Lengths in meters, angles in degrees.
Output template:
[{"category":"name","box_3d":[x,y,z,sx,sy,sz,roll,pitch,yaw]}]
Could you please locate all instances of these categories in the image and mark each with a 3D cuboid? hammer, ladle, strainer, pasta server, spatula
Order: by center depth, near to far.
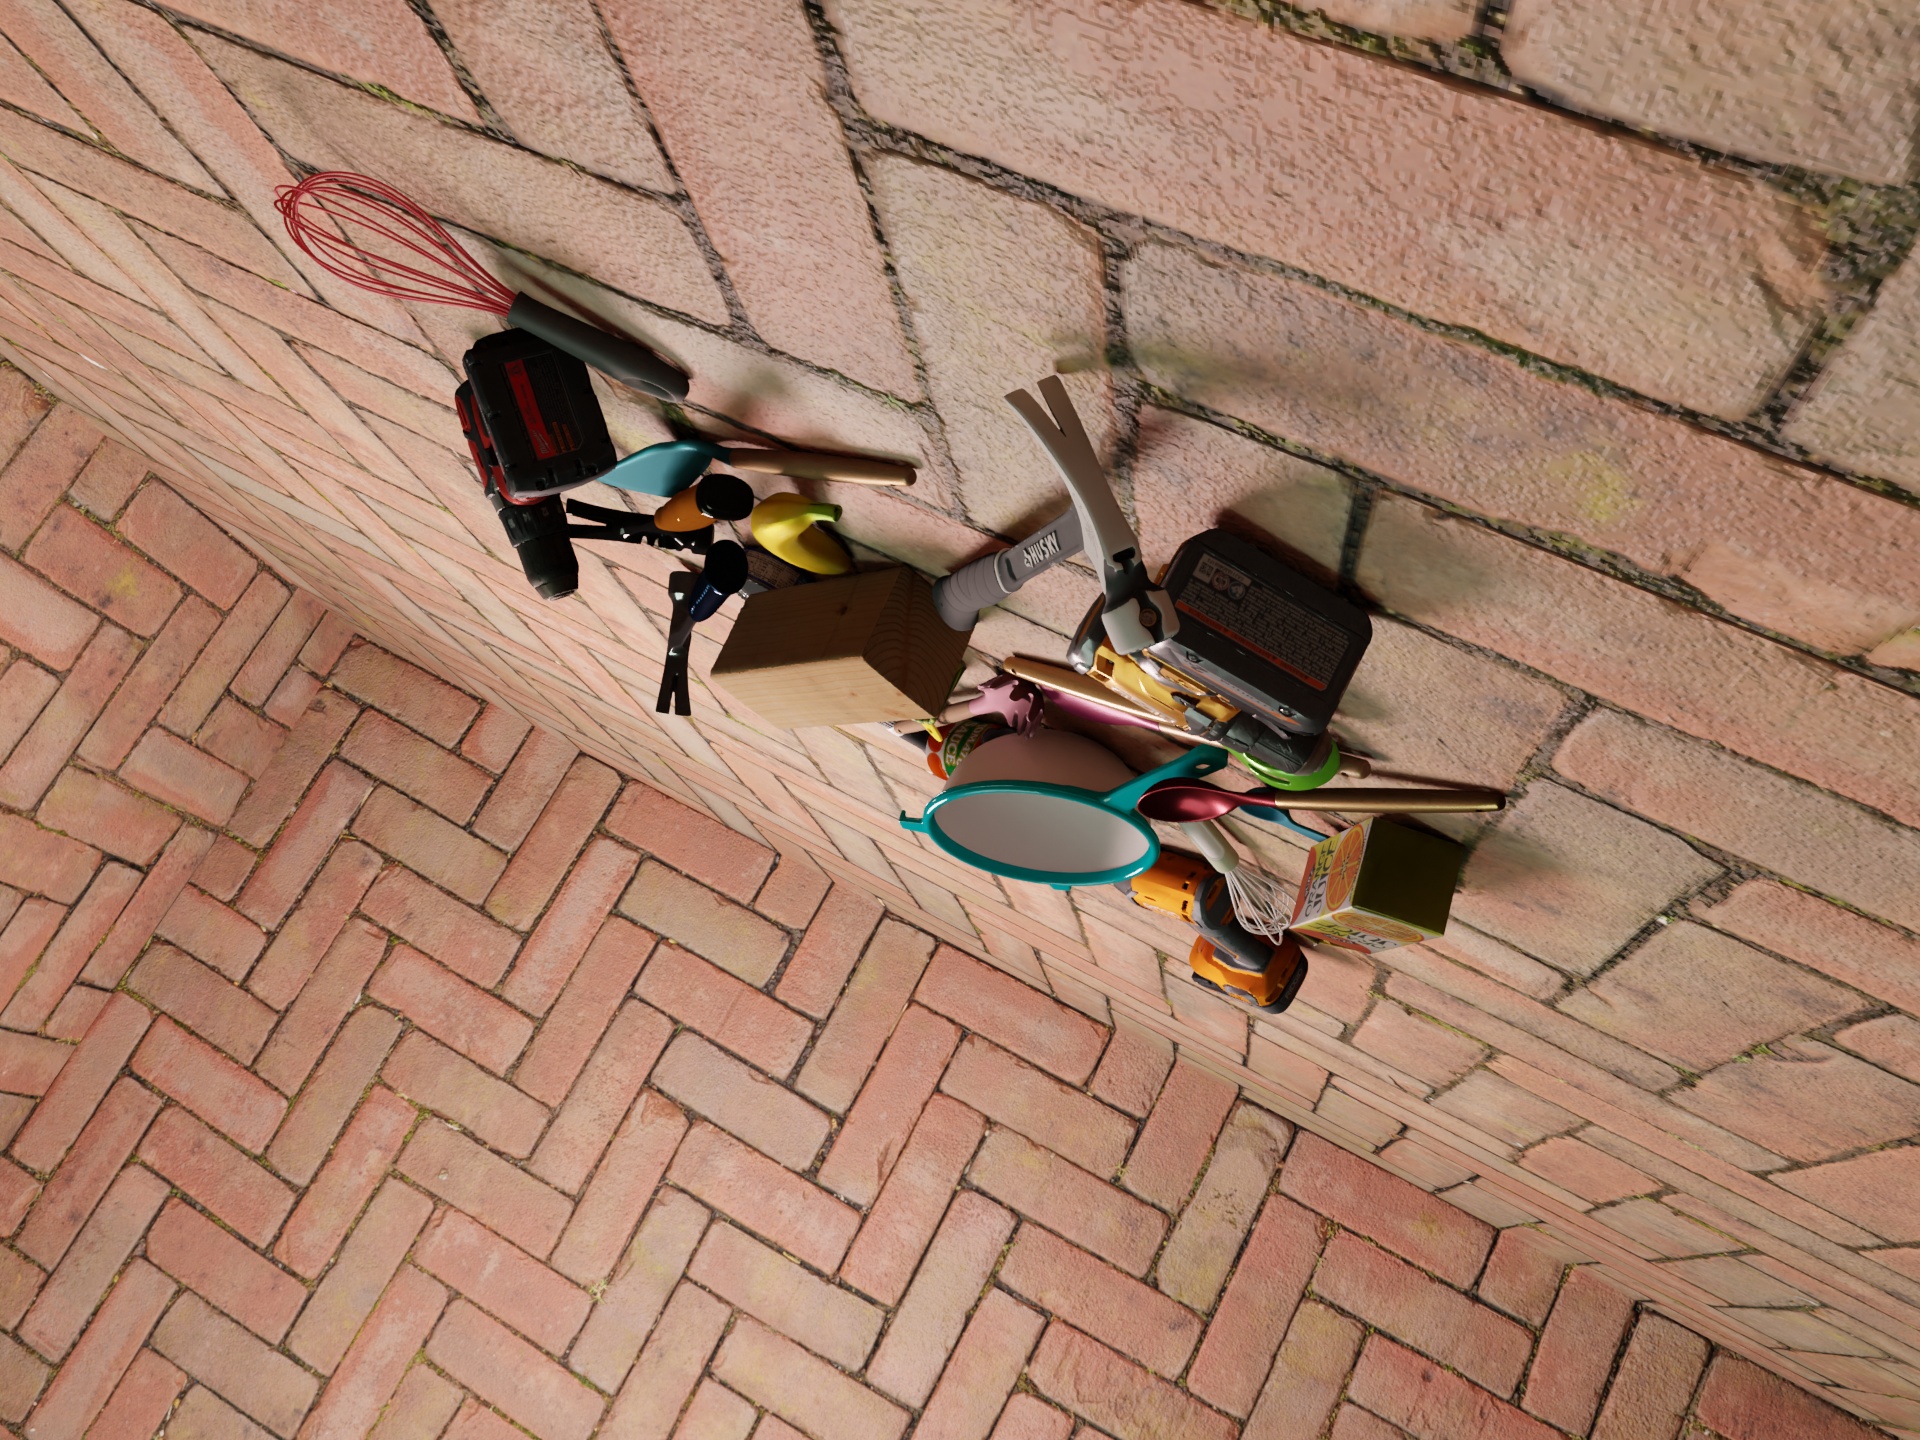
[{"category":"hammer","box_3d":[0.031,-0.100,0.993,0.149,0.036,0.409,67,169,-3]},{"category":"spatula","box_3d":[-0.145,-0.176,1.146,0.318,0.044,0.082,14,-177,43]},{"category":"ladle","box_3d":[0.251,0.058,1.151,0.069,0.031,0.315,24,163,-36]},{"category":"hammer","box_3d":[-0.225,-0.159,1.226,0.127,0.034,0.337,6,180,-20]},{"category":"strainer","box_3d":[0.112,0.047,1.371,0.210,0.095,0.340,24,149,-26]},{"category":"hammer","box_3d":[-0.229,-0.091,1.392,0.035,0.144,0.405,7,173,-14]},{"category":"pasta server","box_3d":[-0.002,-0.005,1.445,0.060,0.040,0.316,50,158,-11]}]

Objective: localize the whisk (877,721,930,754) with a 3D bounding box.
[{"category":"whisk","box_3d":[-0.086,-0.010,1.607,0.284,0.070,0.070,34,166,-36]}]

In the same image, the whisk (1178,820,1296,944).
[{"category":"whisk","box_3d":[0.249,0.135,1.467,0.058,0.059,0.246,-23,135,22]}]

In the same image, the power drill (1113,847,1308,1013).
[{"category":"power drill","box_3d":[0.251,0.210,1.665,0.164,0.084,0.226,15,156,48]}]

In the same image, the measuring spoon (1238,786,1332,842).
[{"category":"measuring spoon","box_3d":[0.281,0.081,1.278,0.128,0.021,0.042,24,165,-15]}]

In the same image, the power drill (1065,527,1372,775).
[{"category":"power drill","box_3d":[0.171,-0.028,0.969,0.185,0.084,0.226,30,171,-4]}]

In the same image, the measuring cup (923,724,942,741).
[{"category":"measuring cup","box_3d":[-0.074,-0.032,1.464,0.156,0.029,0.062,50,162,-12]}]

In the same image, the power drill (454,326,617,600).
[{"category":"power drill","box_3d":[-0.327,-0.193,1.219,0.227,0.080,0.188,-8,101,68]}]

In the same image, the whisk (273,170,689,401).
[{"category":"whisk","box_3d":[-0.320,-0.289,1.077,0.295,0.073,0.073,25,167,-11]}]

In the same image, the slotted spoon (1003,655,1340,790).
[{"category":"slotted spoon","box_3d":[0.144,-0.007,1.190,0.314,0.031,0.070,20,135,44]}]

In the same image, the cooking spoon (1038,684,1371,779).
[{"category":"cooking spoon","box_3d":[0.174,0.006,1.207,0.319,0.017,0.068,15,158,47]}]
